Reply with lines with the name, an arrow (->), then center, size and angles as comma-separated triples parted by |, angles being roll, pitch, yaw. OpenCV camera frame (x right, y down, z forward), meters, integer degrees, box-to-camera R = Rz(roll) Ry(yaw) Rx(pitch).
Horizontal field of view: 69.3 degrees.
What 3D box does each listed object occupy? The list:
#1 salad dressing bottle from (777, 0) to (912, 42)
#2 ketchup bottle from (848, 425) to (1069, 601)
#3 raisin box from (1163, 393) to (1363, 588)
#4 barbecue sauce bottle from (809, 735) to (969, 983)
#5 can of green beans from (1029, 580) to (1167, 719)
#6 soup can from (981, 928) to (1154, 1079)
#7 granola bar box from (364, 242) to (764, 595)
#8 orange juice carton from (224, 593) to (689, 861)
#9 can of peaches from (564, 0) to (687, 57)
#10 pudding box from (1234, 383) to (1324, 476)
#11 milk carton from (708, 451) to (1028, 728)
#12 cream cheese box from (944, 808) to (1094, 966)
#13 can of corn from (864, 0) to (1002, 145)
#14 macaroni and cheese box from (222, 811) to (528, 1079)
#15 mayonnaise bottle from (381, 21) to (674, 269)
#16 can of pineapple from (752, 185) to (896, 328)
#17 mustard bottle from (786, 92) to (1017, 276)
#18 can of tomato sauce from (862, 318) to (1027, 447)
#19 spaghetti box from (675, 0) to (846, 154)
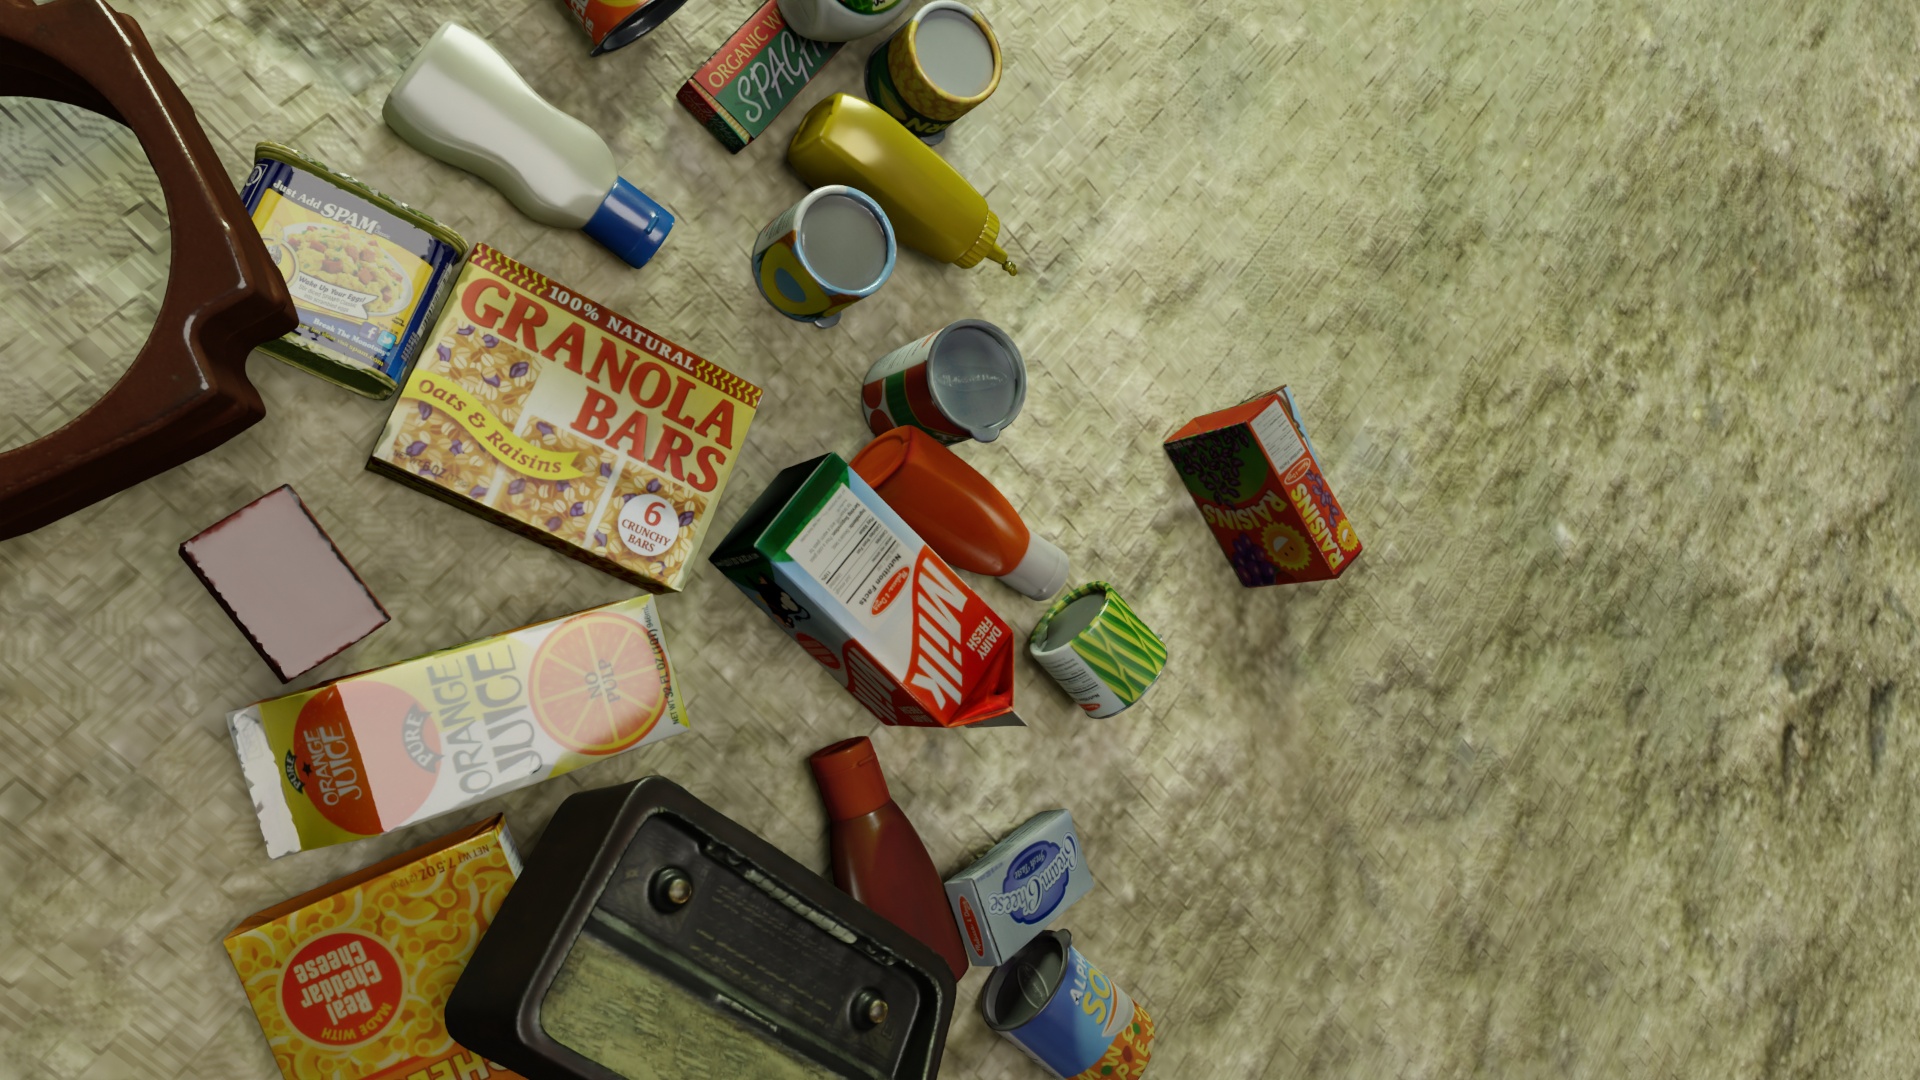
salad dressing bottle -> -0.040, -0.341, 0.820 | 0.148, 0.044, 0.064 | -35, 102, -30
ketchup bottle -> 0.003, -0.010, 0.829 | 0.148, 0.064, 0.044 | 33, 44, -33
raisin box -> 0.203, -0.030, 0.935 | 0.040, 0.086, 0.123 | -39, 104, -30
barbecue sauce bottle -> -0.044, 0.186, 0.783 | 0.065, 0.043, 0.148 | -22, 94, -45
can of green beans -> 0.085, 0.067, 0.863 | 0.057, 0.071, 0.071 | 47, 63, -17
soup can -> 0.066, 0.281, 0.822 | 0.083, 0.071, 0.071 | 44, 64, -19
granola bar box -> -0.202, -0.059, 0.723 | 0.165, 0.039, 0.124 | 27, 71, -25
orange juice carton -> -0.237, 0.086, 0.664 | 0.193, 0.073, 0.071 | -17, 93, -31
can of peaches -> -0.187, -0.305, 0.749 | 0.071, 0.071, 0.058 | -42, 105, -28
pudding box -> 0.222, -0.063, 0.983 | 0.050, 0.030, 0.083 | -28, 98, -29
milk carton -> -0.042, 0.045, 0.787 | 0.190, 0.072, 0.074 | 45, 64, -17
cream cheese box -> 0.037, 0.203, 0.823 | 0.104, 0.024, 0.053 | -22, 95, -50
can of corn -> -0.015, -0.287, 0.854 | 0.071, 0.058, 0.071 | 4, 82, -30
macaroni and cheese box -> -0.241, 0.229, 0.639 | 0.124, 0.040, 0.166 | -22, 95, -10
mayonnaise bottle -> -0.221, -0.200, 0.730 | 0.148, 0.041, 0.065 | 35, 69, -24
can of pineapple -> -0.077, -0.163, 0.801 | 0.071, 0.057, 0.071 | 4, 82, -31
mustard bottle -> -0.026, -0.205, 0.837 | 0.160, 0.065, 0.049 | 29, 75, -31
can of tomato sauce -> -0.010, -0.086, 0.816 | 0.071, 0.083, 0.071 | 4, 82, -30
spaghetti box -> -0.077, -0.331, 0.840 | 0.050, 0.028, 0.251 | 44, 64, -19
